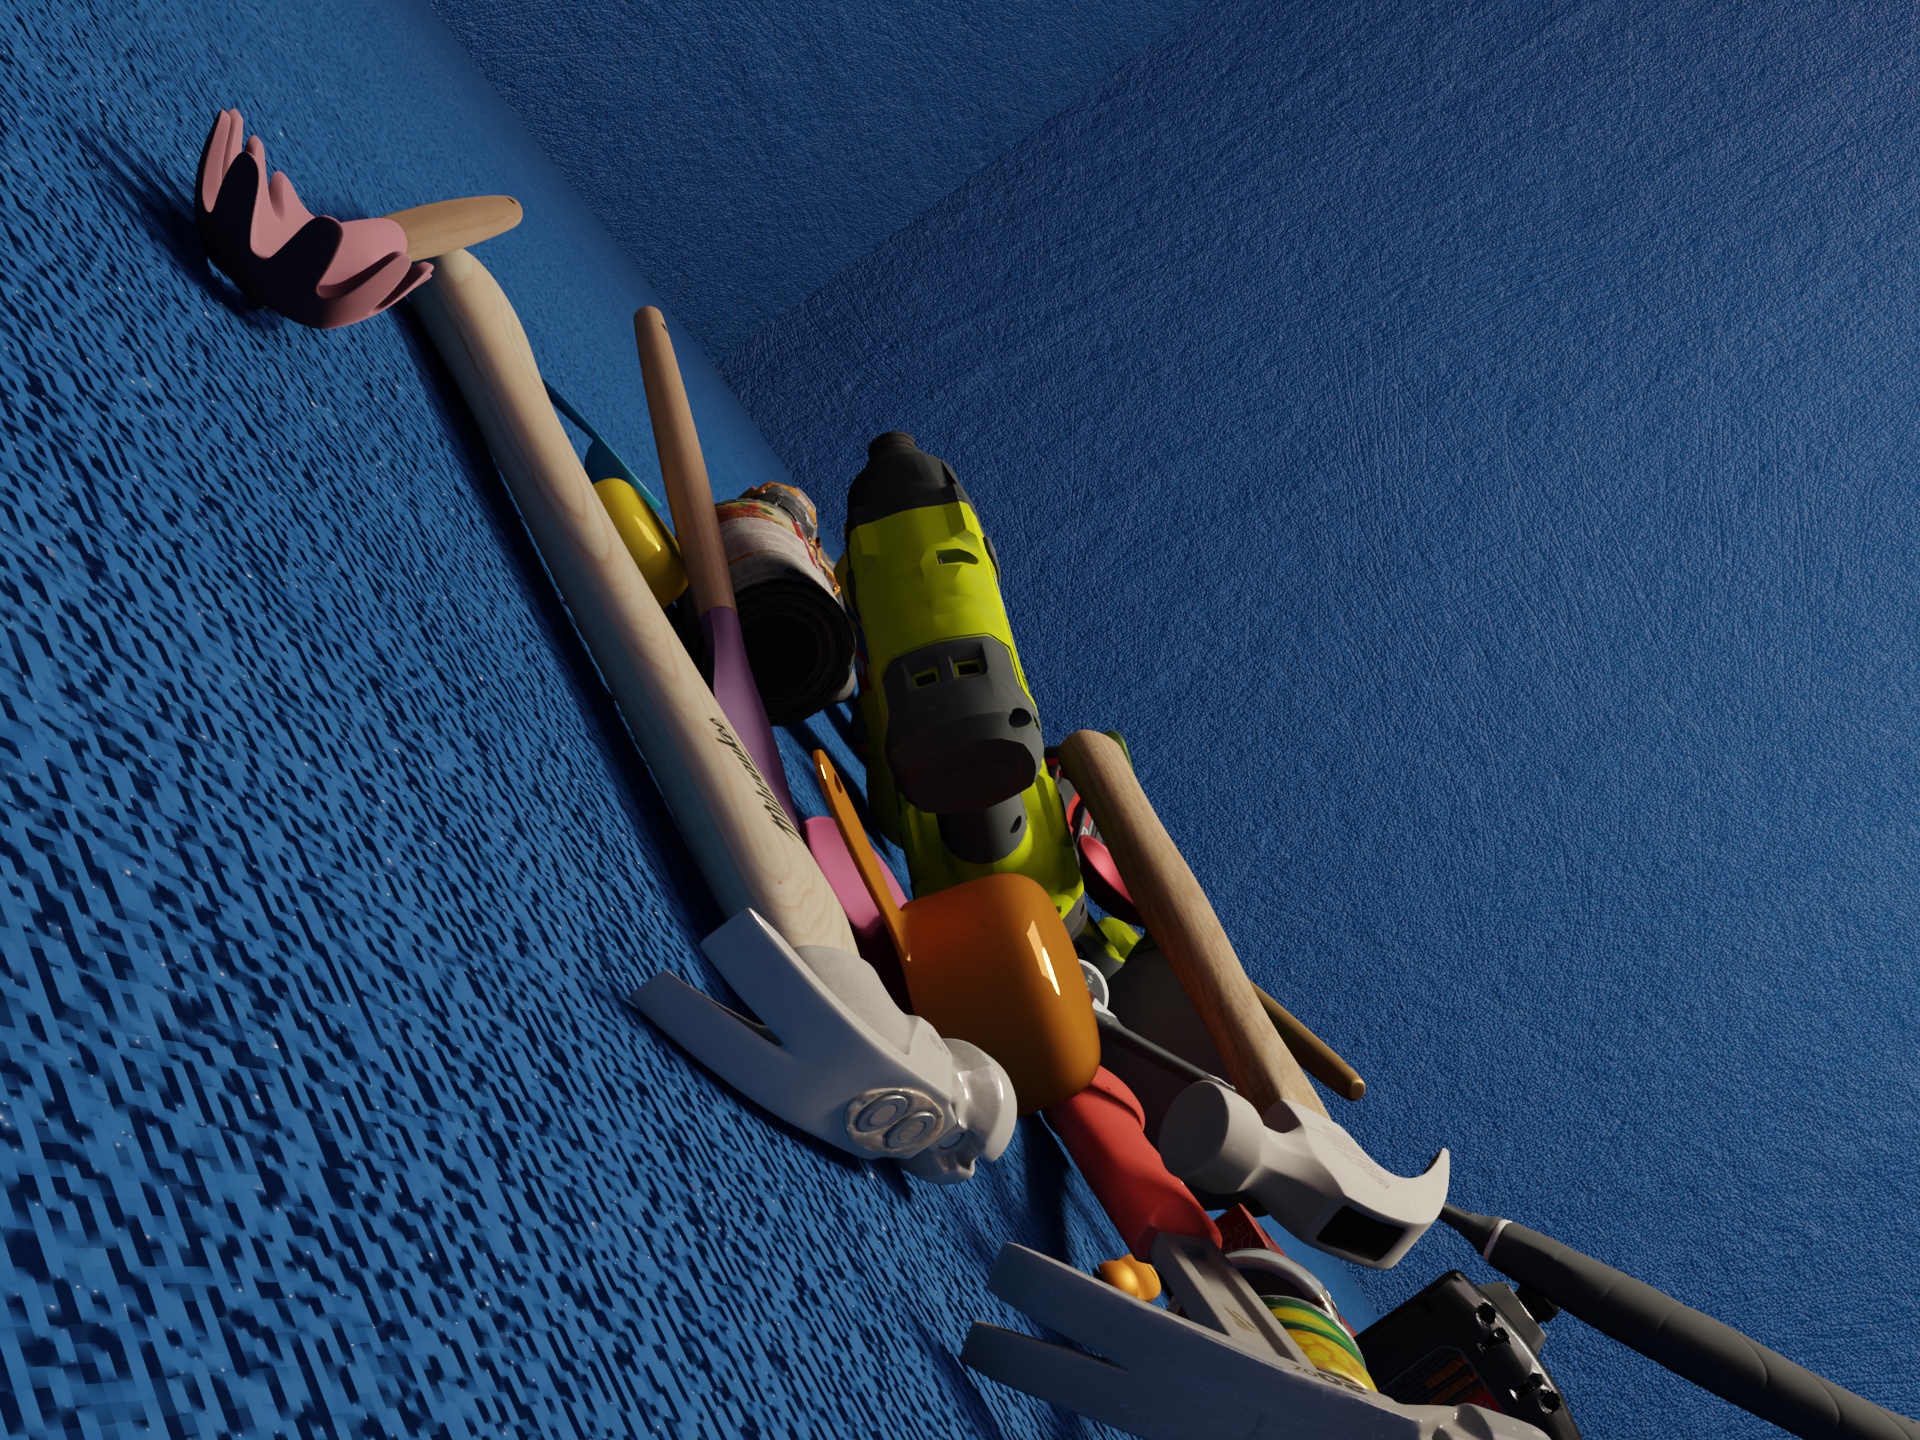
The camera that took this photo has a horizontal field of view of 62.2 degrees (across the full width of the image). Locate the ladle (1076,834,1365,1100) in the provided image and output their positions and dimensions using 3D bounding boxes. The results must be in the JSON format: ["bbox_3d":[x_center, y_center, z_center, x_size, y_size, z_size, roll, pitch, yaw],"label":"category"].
[{"bbox_3d":[0.129,0.128,0.854,0.069,0.031,0.316,40,-1,-23],"label":"ladle"}]

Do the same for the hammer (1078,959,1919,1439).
[{"bbox_3d":[0.206,0.204,0.652,0.409,0.036,0.149,27,-3,12],"label":"hammer"}]

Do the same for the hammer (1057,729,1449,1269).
[{"bbox_3d":[0.095,0.089,0.636,0.130,0.031,0.332,31,16,-22],"label":"hammer"}]

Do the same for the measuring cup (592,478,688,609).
[{"bbox_3d":[-0.104,-0.033,0.613,0.157,0.029,0.062,54,2,22],"label":"measuring cup"}]

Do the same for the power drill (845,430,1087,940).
[{"bbox_3d":[-0.001,-0.002,0.688,0.223,0.080,0.171,77,-1,-55],"label":"power drill"}]

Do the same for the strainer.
[{"bbox_3d":[0.086,0.136,0.798,0.151,0.069,0.256,-10,-84,66],"label":"strainer"}]

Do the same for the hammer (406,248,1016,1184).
[{"bbox_3d":[-0.115,-0.044,0.497,0.411,0.038,0.146,55,4,36],"label":"hammer"}]

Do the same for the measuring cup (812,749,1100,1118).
[{"bbox_3d":[0.003,0.068,0.555,0.095,0.052,0.173,-98,167,-54],"label":"measuring cup"}]

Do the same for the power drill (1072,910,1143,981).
[{"bbox_3d":[0.073,0.150,1.029,0.191,0.080,0.228,54,4,39],"label":"power drill"}]

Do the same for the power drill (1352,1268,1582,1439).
[{"bbox_3d":[0.212,0.304,0.719,0.079,0.143,0.219,55,5,23],"label":"power drill"}]

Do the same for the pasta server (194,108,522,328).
[{"bbox_3d":[-0.180,-0.168,0.532,0.060,0.040,0.316,38,14,-15],"label":"pasta server"}]

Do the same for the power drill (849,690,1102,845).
[{"bbox_3d":[0.018,-0.003,1.108,0.226,0.080,0.188,48,43,-35],"label":"power drill"}]

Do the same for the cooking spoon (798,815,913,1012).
[{"bbox_3d":[-0.003,0.113,0.651,0.318,0.017,0.069,52,22,-60],"label":"cooking spoon"}]

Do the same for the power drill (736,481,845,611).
[{"bbox_3d":[-0.086,-0.079,1.171,0.226,0.084,0.185,50,5,-10],"label":"power drill"}]

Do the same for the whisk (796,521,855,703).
[{"bbox_3d":[-0.091,-0.047,0.899,0.070,0.070,0.284,55,-3,12],"label":"whisk"}]

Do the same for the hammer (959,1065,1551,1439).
[{"bbox_3d":[0.058,0.166,0.545,0.149,0.037,0.359,22,-3,-5],"label":"hammer"}]

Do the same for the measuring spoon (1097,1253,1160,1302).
[{"bbox_3d":[0.072,0.225,0.644,0.021,0.011,0.116,55,2,21],"label":"measuring spoon"}]

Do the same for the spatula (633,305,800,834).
[{"bbox_3d":[-0.097,-0.056,0.614,0.059,0.018,0.316,56,12,-54],"label":"spatula"}]

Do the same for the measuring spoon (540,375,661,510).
[{"bbox_3d":[-0.183,-0.132,0.751,0.129,0.021,0.042,44,-5,36],"label":"measuring spoon"}]
